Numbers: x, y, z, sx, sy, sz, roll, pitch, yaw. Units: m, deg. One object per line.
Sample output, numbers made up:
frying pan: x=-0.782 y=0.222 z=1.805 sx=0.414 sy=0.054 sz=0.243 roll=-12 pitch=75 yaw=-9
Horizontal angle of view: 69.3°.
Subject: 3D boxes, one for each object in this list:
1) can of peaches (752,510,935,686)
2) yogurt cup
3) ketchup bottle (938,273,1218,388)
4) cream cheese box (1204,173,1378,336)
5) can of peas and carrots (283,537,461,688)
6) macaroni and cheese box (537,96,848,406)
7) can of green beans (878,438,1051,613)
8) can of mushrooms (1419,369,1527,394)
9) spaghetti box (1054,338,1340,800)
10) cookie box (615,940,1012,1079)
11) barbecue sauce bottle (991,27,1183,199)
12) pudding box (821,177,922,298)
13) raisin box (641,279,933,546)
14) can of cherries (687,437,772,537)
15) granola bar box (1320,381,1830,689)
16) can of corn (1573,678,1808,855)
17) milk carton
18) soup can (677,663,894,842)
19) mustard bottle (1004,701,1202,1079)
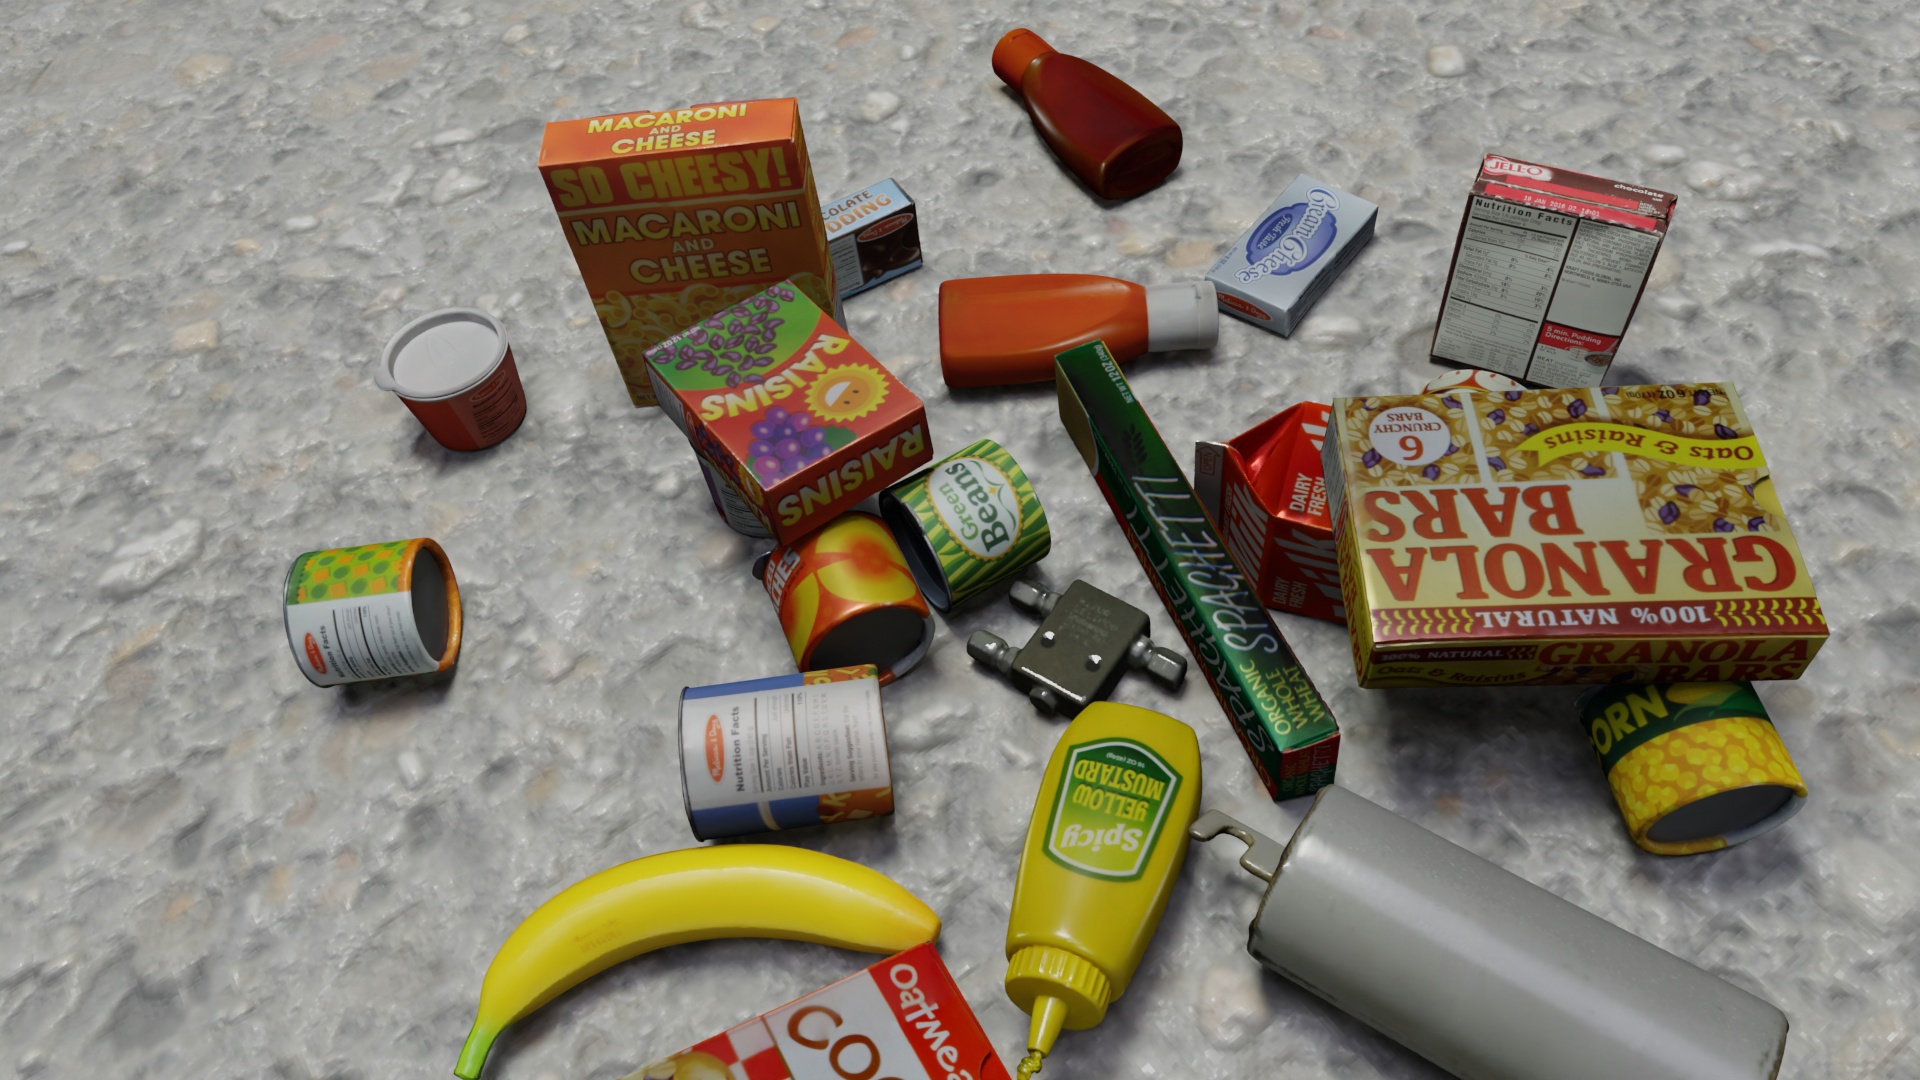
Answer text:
can of peaches: x=-0.054 y=0.030 z=0.639 sx=0.071 sy=0.071 sz=0.058 roll=-21 pitch=54 yaw=-9
yogurt cup: x=-0.273 y=-0.086 z=0.761 sx=0.072 sy=0.053 sz=0.073 roll=-3 pitch=53 yaw=4
ketchup bottle: x=0.063 y=-0.117 z=0.752 sx=0.149 sy=0.043 sz=0.065 roll=-4 pitch=54 yaw=4
cream cheese box: x=0.187 y=-0.162 z=0.784 sx=0.053 sy=0.024 sz=0.104 roll=30 pitch=62 yaw=24
can of peas and carrots: x=-0.278 y=0.032 z=0.665 sx=0.059 sy=0.070 sz=0.071 roll=-7 pitch=53 yaw=0
macaroni and cheese box: x=-0.131 y=-0.144 z=0.718 sx=0.124 sy=0.165 sz=0.040 roll=-5 pitch=52 yaw=3
can of green beans: x=0.002 y=-0.007 z=0.662 sx=0.058 sy=0.071 sz=0.071 roll=-29 pitch=55 yaw=-15
can of mushrooms: x=0.244 y=-0.047 z=0.665 sx=0.071 sy=0.070 sz=0.033 roll=23 pitch=59 yaw=22
spaghetti box: x=0.104 y=0.005 z=0.650 sx=0.029 sy=0.050 sz=0.251 roll=-20 pitch=53 yaw=-6
cookie box: x=-0.055 y=0.227 z=0.477 sx=0.168 sy=0.040 sz=0.123 roll=-16 pitch=51 yaw=-28
barbecue sauce bottle: x=0.072 y=-0.272 z=0.869 sx=0.065 sy=0.043 sz=0.149 roll=-28 pitch=54 yaw=-14
pudding box: x=-0.066 y=-0.169 z=0.803 sx=0.084 sy=0.049 sz=0.030 roll=-26 pitch=56 yaw=-12
raisin box: x=-0.082 y=-0.063 z=0.652 sx=0.086 sy=0.039 sz=0.124 roll=-31 pitch=51 yaw=-20
can of cherries: x=-0.099 y=-0.046 z=0.708 sx=0.071 sy=0.058 sz=0.072 roll=-4 pitch=52 yaw=5
granola bar box: x=0.238 y=-0.004 z=0.558 sx=0.165 sy=0.039 sz=0.125 roll=-2 pitch=54 yaw=5
can of corn: x=0.290 y=0.086 z=0.557 sx=0.071 sy=0.070 sz=0.058 roll=-8 pitch=53 yaw=1
milk carton: x=0.200 y=-0.005 z=0.633 sx=0.191 sy=0.072 sz=0.074 roll=13 pitch=56 yaw=16
soup can: x=-0.073 y=0.091 z=0.596 sx=0.084 sy=0.071 sz=0.072 roll=-7 pitch=52 yaw=-3
mustard bottle: x=0.052 y=0.138 z=0.548 sx=0.065 sy=0.048 sz=0.161 roll=12 pitch=48 yaw=15
